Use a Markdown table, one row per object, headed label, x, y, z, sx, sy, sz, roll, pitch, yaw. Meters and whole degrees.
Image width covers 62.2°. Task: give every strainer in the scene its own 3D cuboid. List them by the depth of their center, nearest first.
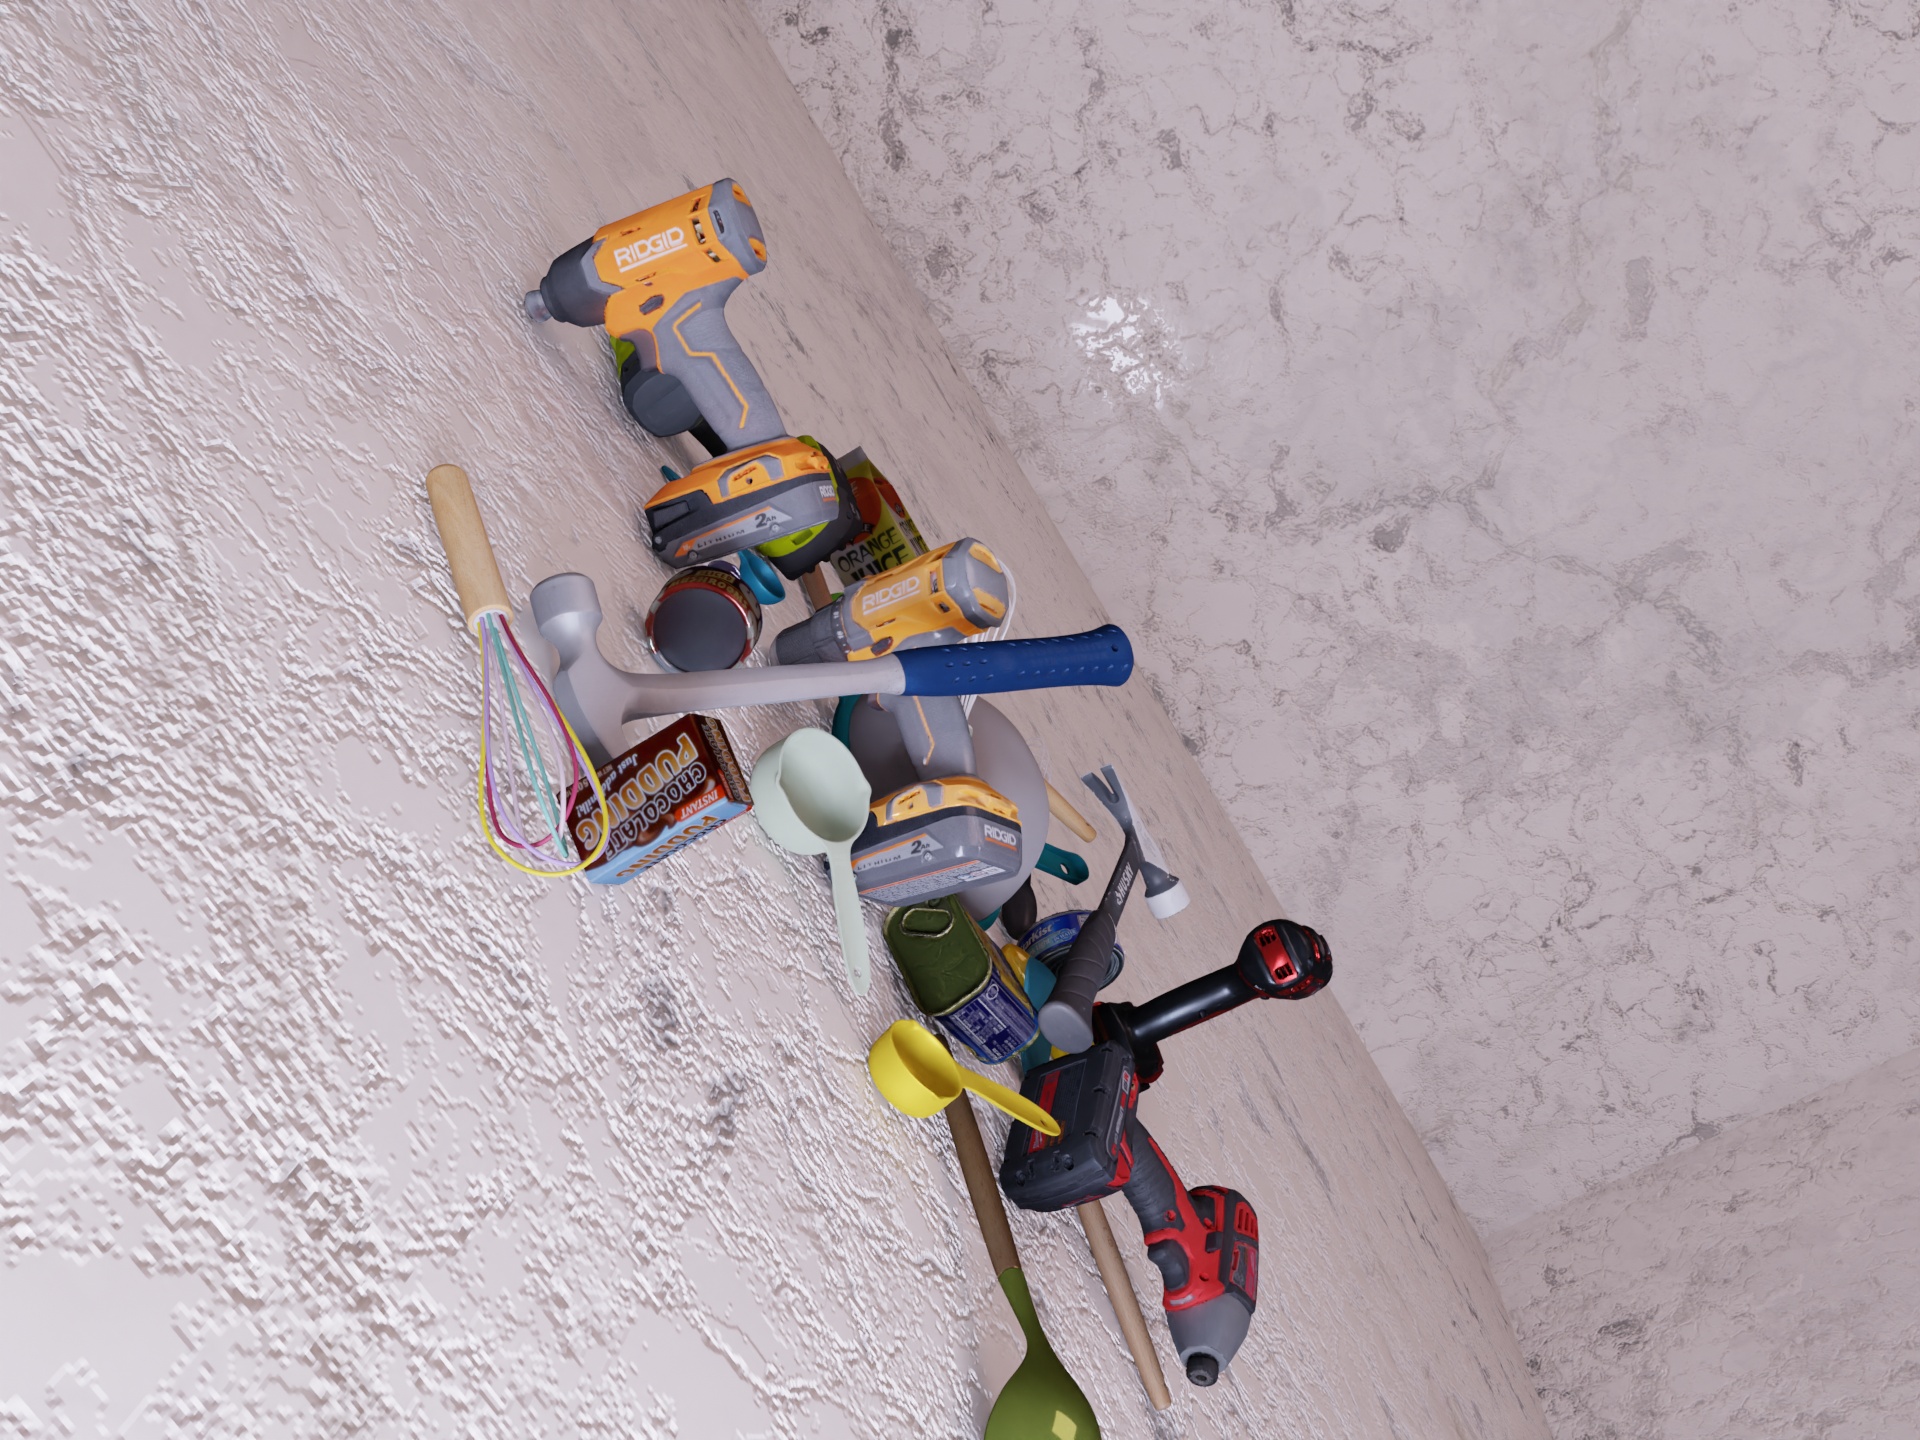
| label | x | y | z | sx | sy | sz | roll | pitch | yaw |
| --- | --- | --- | --- | --- | --- | --- | --- | --- | --- |
| strainer | 0.039 | 0.067 | 1.243 | 0.340 | 0.095 | 0.211 | 28 | 40 | -51 |

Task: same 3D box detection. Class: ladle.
| label | x | y | z | sx | sy | sz | roll | pitch | yaw |
| --- | --- | --- | --- | --- | --- | --- | --- | --- | --- |
| ladle | 0.012 | 0.301 | 0.904 | 0.078 | 0.062 | 0.320 | 50 | 10 | -35 |

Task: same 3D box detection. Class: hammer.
| label | x | y | z | sx | sy | sz | roll | pitch | yaw |
| --- | --- | --- | --- | --- | --- | --- | --- | --- | --- |
| hammer | -0.045 | -0.021 | 0.928 | 0.405 | 0.035 | 0.144 | -6 | 70 | -41 |
| hammer | 0.112 | 0.148 | 1.227 | 0.149 | 0.036 | 0.409 | 62 | 19 | -6 |

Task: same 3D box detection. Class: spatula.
| label | x | y | z | sx | sy | sz | roll | pitch | yaw |
| --- | --- | --- | --- | --- | --- | --- | --- | --- | --- |
| spatula | 0.094 | 0.325 | 1.135 | 0.082 | 0.044 | 0.318 | 49 | 17 | -60 |
| spatula | -0.148 | -0.178 | 1.349 | 0.059 | 0.018 | 0.316 | 37 | 25 | -55 |

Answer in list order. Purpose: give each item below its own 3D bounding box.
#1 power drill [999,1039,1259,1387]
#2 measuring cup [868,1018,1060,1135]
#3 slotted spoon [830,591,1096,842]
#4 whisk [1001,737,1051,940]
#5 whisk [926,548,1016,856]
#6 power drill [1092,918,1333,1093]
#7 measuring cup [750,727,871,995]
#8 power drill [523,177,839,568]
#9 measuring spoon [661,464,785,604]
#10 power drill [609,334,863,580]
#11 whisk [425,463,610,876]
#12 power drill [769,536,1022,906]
| label | x | y | z | sx | sy | sz | roll | pitch | yaw |
| --- | --- | --- | --- | --- | --- | --- | --- | --- | --- |
| power drill | 0.125 | 0.334 | 1.071 | 0.219 | 0.078 | 0.143 | 51 | 31 | -20 |
| measuring cup | 0.004 | 0.229 | 0.961 | 0.156 | 0.029 | 0.062 | 36 | 19 | -36 |
| slotted spoon | 0.004 | -0.003 | 1.351 | 0.313 | 0.031 | 0.070 | 43 | 25 | -12 |
| whisk | 0.053 | 0.101 | 1.435 | 0.070 | 0.070 | 0.285 | 54 | 19 | -27 |
| whisk | -0.002 | -0.004 | 1.107 | 0.059 | 0.057 | 0.246 | 138 | -38 | -73 |
| power drill | 0.212 | 0.241 | 1.352 | 0.080 | 0.226 | 0.187 | 66 | 14 | 20 |
| measuring cup | -0.086 | 0.088 | 0.970 | 0.083 | 0.038 | 0.168 | 7 | 66 | -51 |
| power drill | -0.184 | -0.219 | 1.046 | 0.084 | 0.164 | 0.226 | -45 | 118 | -77 |
| measuring spoon | -0.177 | -0.131 | 1.153 | 0.128 | 0.021 | 0.042 | 48 | 16 | -13 |
| power drill | -0.177 | -0.226 | 1.216 | 0.223 | 0.080 | 0.171 | 46 | 15 | -39 |
| whisk | -0.215 | -0.030 | 0.731 | 0.245 | 0.047 | 0.051 | 63 | 0 | 31 |
| power drill | -0.049 | 0.006 | 1.066 | 0.084 | 0.185 | 0.226 | 25 | 54 | -51 |
